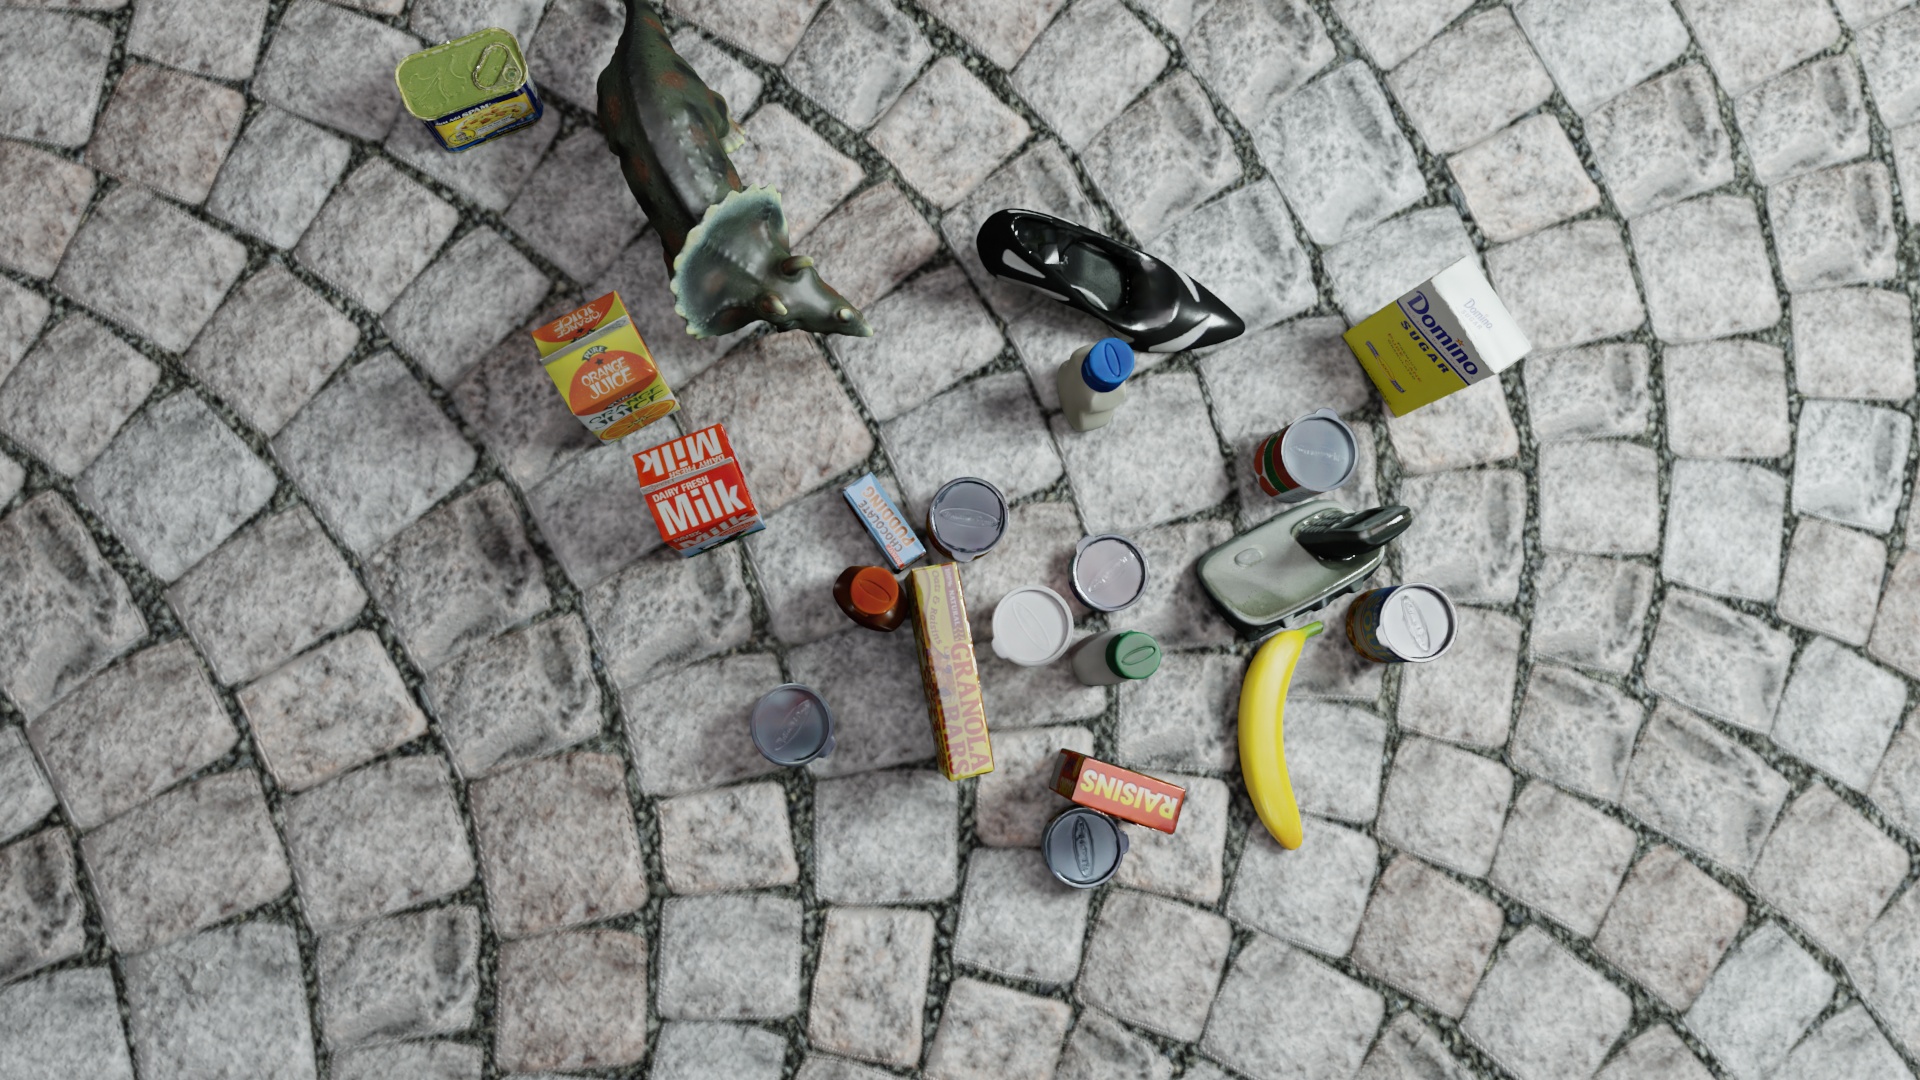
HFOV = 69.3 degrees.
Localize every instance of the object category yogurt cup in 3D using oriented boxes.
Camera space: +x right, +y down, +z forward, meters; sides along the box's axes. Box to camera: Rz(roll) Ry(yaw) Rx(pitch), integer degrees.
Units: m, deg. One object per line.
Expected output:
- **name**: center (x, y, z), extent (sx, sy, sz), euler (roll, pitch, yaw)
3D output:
- **yogurt cup**: center (0.057, 0.072, 1.164), extent (0.072, 0.054, 0.072), euler (1, 84, -5)

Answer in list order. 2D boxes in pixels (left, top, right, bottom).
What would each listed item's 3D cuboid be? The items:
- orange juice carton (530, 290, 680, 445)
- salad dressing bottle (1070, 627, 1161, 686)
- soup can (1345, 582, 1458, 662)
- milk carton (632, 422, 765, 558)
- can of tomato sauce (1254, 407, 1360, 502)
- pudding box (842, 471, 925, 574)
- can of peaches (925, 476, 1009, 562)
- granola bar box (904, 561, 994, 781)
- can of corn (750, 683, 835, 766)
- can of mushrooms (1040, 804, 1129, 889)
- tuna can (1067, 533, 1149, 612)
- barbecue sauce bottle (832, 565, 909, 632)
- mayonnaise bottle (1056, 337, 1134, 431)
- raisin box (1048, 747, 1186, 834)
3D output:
- **orange juice carton**: center (-0.278, -0.136, 1.088), extent (0.072, 0.192, 0.073), euler (-28, 87, -7)
- **salad dressing bottle**: center (0.127, 0.094, 1.121), extent (0.064, 0.147, 0.044), euler (-22, 87, -7)
- **soup can**: center (0.369, 0.072, 1.177), extent (0.071, 0.083, 0.071), euler (1, 84, -5)
- **milk carton**: center (-0.203, -0.039, 1.085), extent (0.072, 0.190, 0.073), euler (-21, 86, -7)
- **can of tomato sauce**: center (0.294, -0.071, 1.186), extent (0.071, 0.083, 0.071), euler (1, 84, -5)
- **pudding box**: center (-0.065, -0.014, 1.165), extent (0.030, 0.049, 0.083), euler (-35, 88, -7)
- **can of peaches**: center (0.004, -0.015, 1.167), extent (0.071, 0.058, 0.071), euler (1, 84, -5)
- **granola bar box**: center (-0.010, 0.104, 1.119), extent (0.039, 0.124, 0.165), euler (-10, 85, -6)
- **can of corn**: center (-0.135, 0.152, 1.136), extent (0.071, 0.058, 0.071), euler (1, 84, -5)
- **can of mushrooms**: center (0.103, 0.255, 1.158), extent (0.071, 0.033, 0.071), euler (1, 84, -5)
- **tuna can**: center (0.124, 0.026, 1.186), extent (0.071, 0.033, 0.071), euler (1, 84, -5)
- **barbecue sauce bottle**: center (-0.071, 0.045, 1.108), extent (0.065, 0.148, 0.044), euler (32, 83, -1)
- **mayonnaise bottle**: center (0.111, -0.132, 1.144), extent (0.041, 0.148, 0.065), euler (-17, 86, -6)
- **raisin box**: center (0.124, 0.201, 1.121), extent (0.086, 0.123, 0.040), euler (19, 83, -3)
